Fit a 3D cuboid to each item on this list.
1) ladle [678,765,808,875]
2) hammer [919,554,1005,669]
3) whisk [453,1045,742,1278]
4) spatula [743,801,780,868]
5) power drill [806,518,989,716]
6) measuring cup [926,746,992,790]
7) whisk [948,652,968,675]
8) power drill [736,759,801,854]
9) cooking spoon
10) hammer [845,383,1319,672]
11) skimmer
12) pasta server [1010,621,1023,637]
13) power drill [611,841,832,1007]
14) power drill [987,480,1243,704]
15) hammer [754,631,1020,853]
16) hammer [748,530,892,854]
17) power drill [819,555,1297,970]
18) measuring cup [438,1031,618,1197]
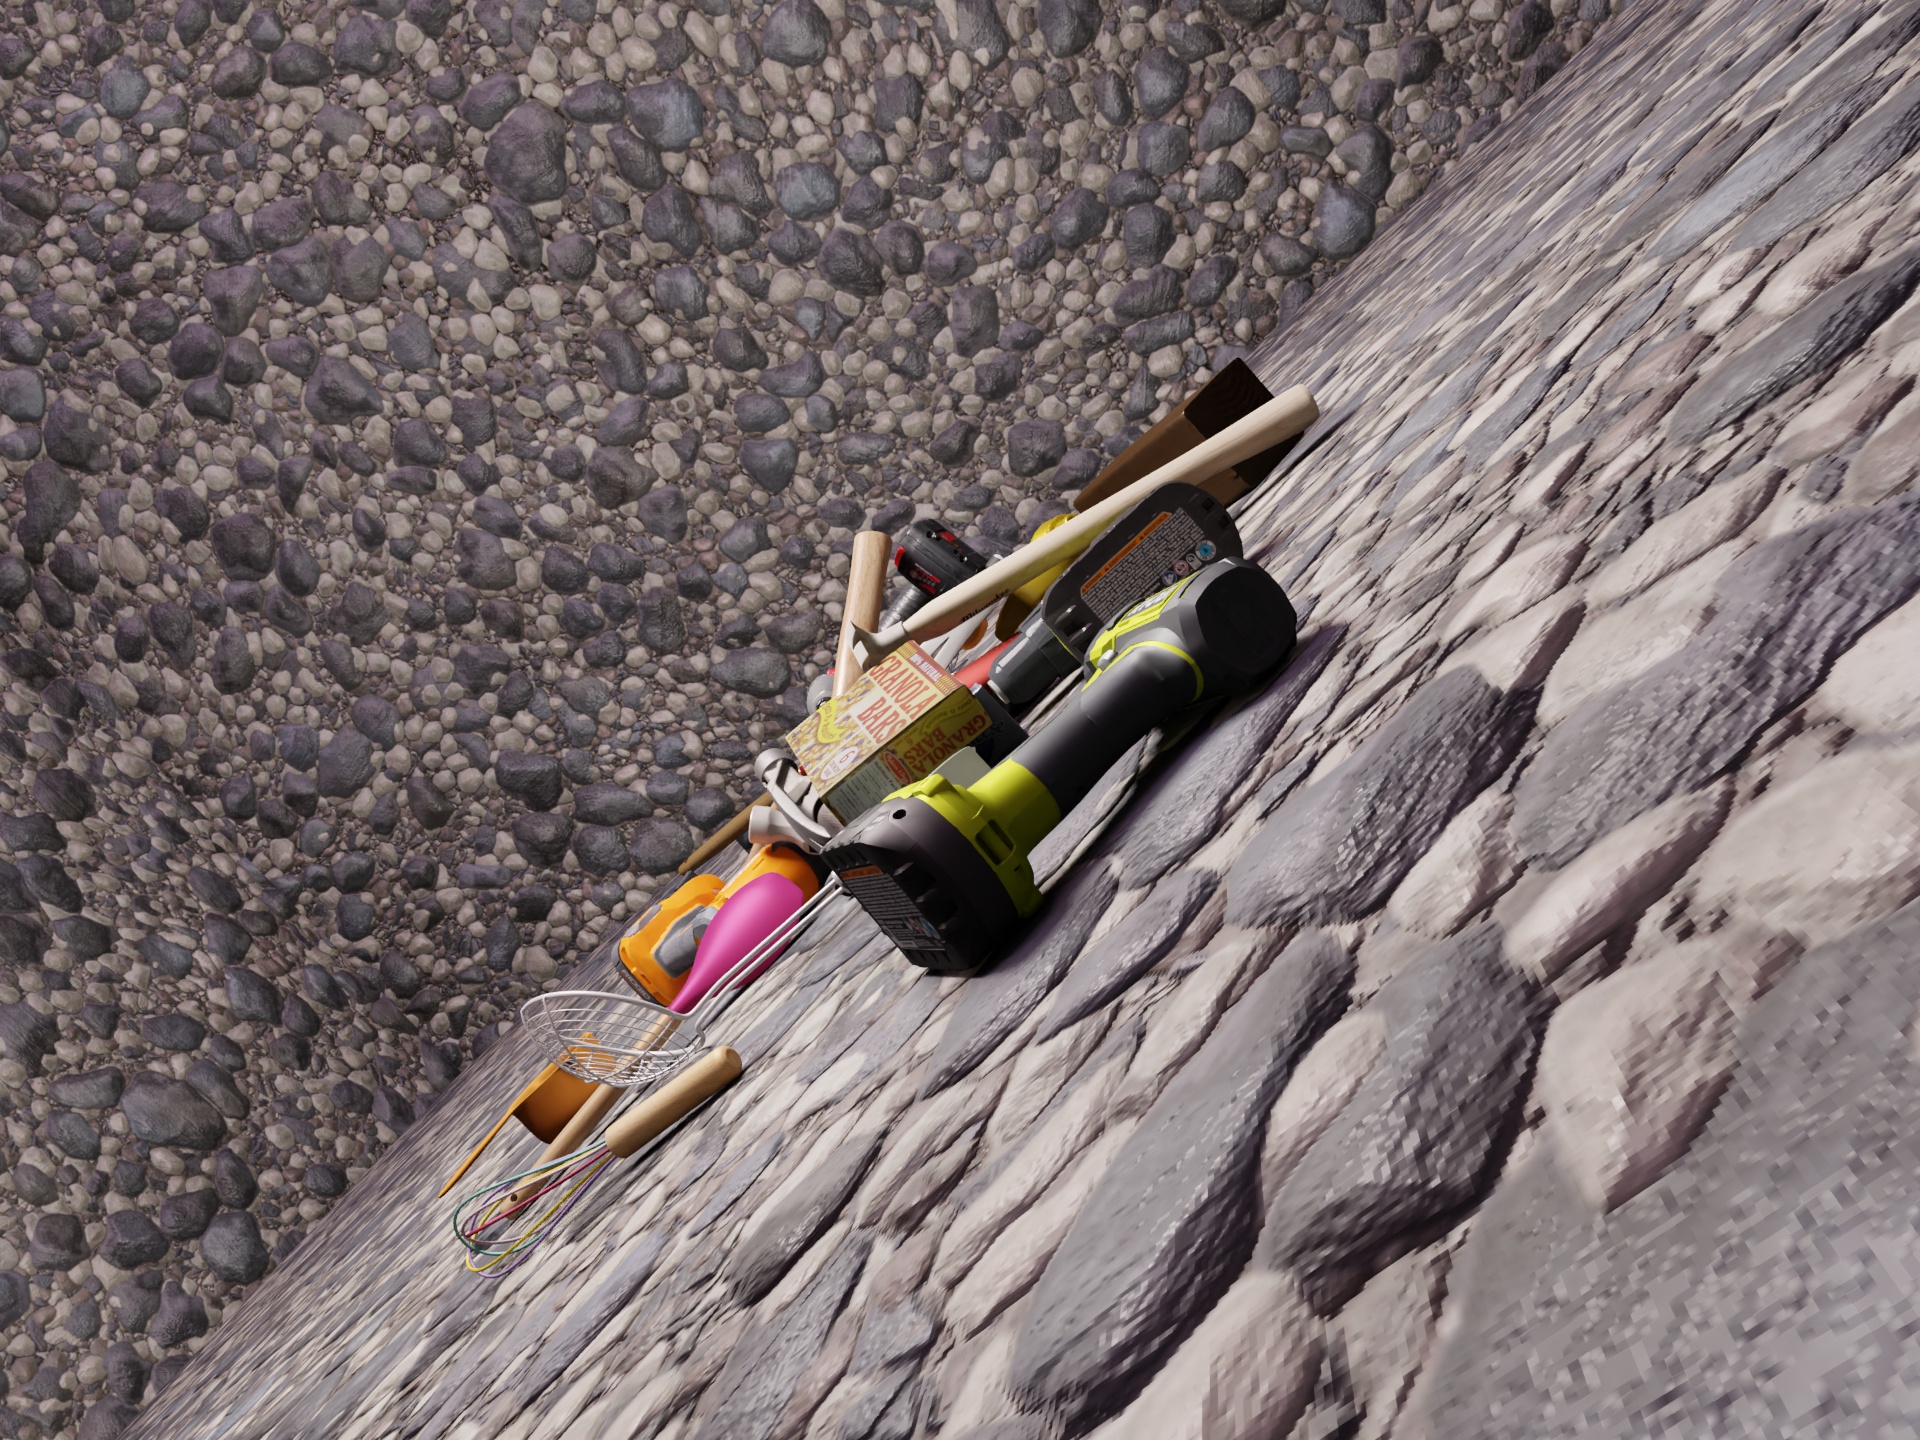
[{"bbox_3d":[-0.163,0.062,1.483,0.315,0.031,0.069,-38,23,28],"label":"ladle"},{"bbox_3d":[0.003,-0.088,1.557,0.127,0.034,0.337,-51,0,0],"label":"hammer"},{"bbox_3d":[-0.225,0.266,0.974,0.245,0.051,0.047,-38,1,19],"label":"whisk"},{"bbox_3d":[-0.213,0.155,1.498,0.082,0.044,0.317,-44,-12,-43],"label":"spatula"},{"bbox_3d":[-0.070,-0.084,1.531,0.219,0.078,0.143,-53,-1,11],"label":"power drill"},{"bbox_3d":[-0.013,0.072,1.018,0.083,0.038,0.167,-42,-12,-20],"label":"measuring cup"},{"bbox_3d":[-0.025,-0.034,1.603,0.070,0.070,0.284,-42,-1,9],"label":"whisk"},{"bbox_3d":[-0.137,0.089,1.535,0.185,0.084,0.226,-49,12,-36],"label":"power drill"},{"bbox_3d":[-0.231,0.241,1.195,0.319,0.069,0.017,-50,-30,-16],"label":"cooking spoon"},{"bbox_3d":[0.096,-0.150,1.254,0.410,0.038,0.146,-30,-8,5],"label":"hammer"},{"bbox_3d":[-0.143,0.133,1.117,0.363,0.090,0.127,-40,-39,-1],"label":"skimmer"},{"bbox_3d":[-0.002,-0.004,1.346,0.060,0.040,0.316,-12,28,34],"label":"pasta server"},{"bbox_3d":[-0.195,0.162,1.376,0.226,0.084,0.164,-30,14,51],"label":"power drill"},{"bbox_3d":[0.102,-0.083,1.123,0.190,0.080,0.228,-42,2,-2],"label":"power drill"},{"bbox_3d":[0.012,-0.024,1.255,0.359,0.036,0.149,-34,35,-12],"label":"hammer"},{"bbox_3d":[-0.092,-0.032,1.379,0.031,0.130,0.332,95,-179,-56],"label":"hammer"},{"bbox_3d":[0.045,0.018,0.772,0.223,0.080,0.171,-41,5,-18],"label":"power drill"},{"bbox_3d":[-0.340,0.329,1.273,0.095,0.052,0.174,-37,10,51],"label":"measuring cup"}]
